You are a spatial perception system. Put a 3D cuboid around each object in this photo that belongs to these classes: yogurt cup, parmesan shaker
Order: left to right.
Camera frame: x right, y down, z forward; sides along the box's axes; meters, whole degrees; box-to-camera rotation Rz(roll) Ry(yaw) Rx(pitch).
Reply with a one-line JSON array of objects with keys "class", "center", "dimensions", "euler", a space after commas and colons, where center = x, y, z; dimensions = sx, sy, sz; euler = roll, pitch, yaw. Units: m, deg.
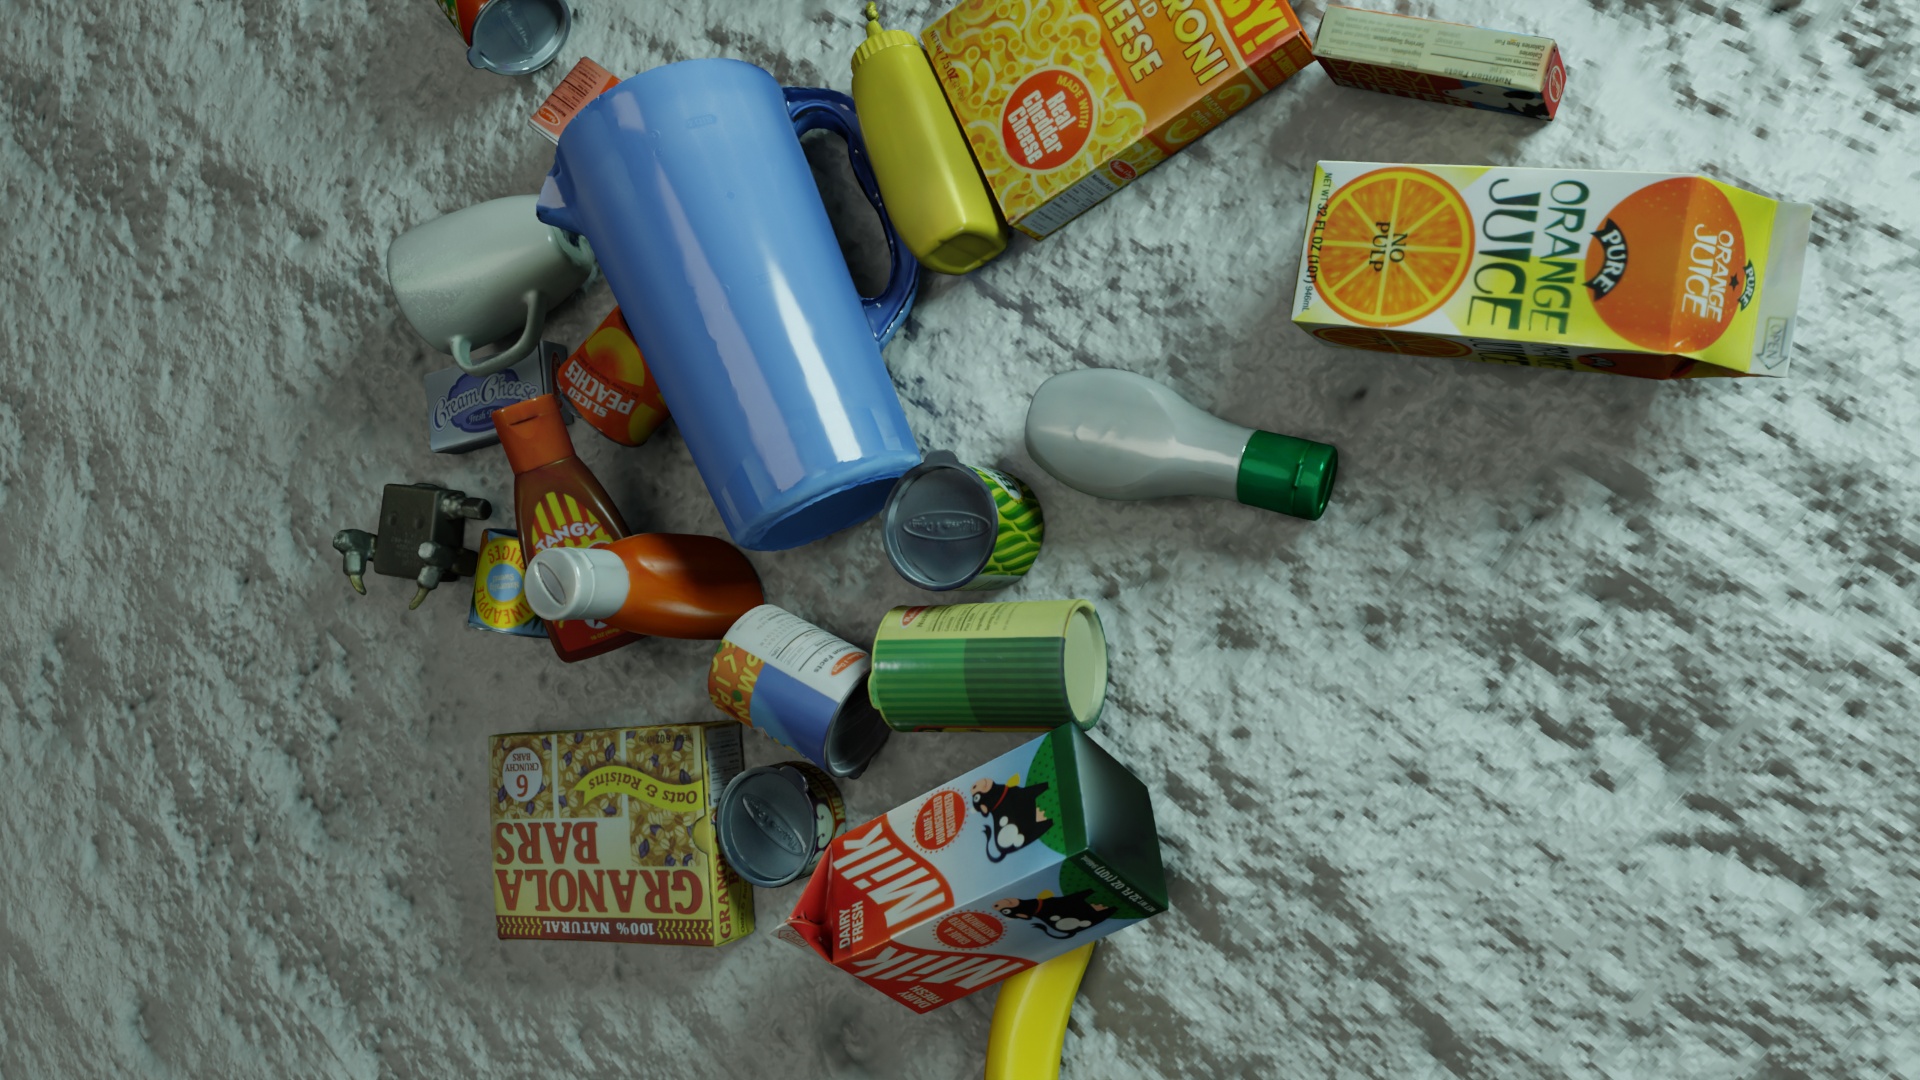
[{"class": "yogurt cup", "center": [-0.217, -0.253, 0.836], "dimensions": [0.072, 0.072, 0.054], "euler": [37, 96, 23]}, {"class": "parmesan shaker", "center": [0.015, 0.065, 0.698], "dimensions": [0.103, 0.071, 0.071], "euler": [-3, 86, 26]}]

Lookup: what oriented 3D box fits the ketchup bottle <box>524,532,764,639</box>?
[{"class": "ketchup bottle", "center": [-0.169, 0.024, 0.749], "dimensions": [0.043, 0.149, 0.065], "euler": [-44, 70, 17]}]

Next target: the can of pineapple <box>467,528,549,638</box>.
[{"class": "can of pineapple", "center": [-0.260, 0.026, 0.840], "dimensions": [0.071, 0.071, 0.058], "euler": [10, 92, 27]}]

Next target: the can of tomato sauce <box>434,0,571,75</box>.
[{"class": "can of tomato sauce", "center": [-0.298, -0.346, 0.878], "dimensions": [0.071, 0.071, 0.083], "euler": [-44, 69, 18]}]

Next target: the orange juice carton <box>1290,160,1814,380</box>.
[{"class": "orange juice carton", "center": [0.246, -0.113, 0.589], "dimensions": [0.193, 0.073, 0.071], "euler": [10, 92, 26]}]

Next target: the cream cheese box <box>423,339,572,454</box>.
[{"class": "cream cheese box", "center": [-0.297, -0.090, 0.889], "dimensions": [0.103, 0.024, 0.053], "euler": [-10, 83, 26]}]

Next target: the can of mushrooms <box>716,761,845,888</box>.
[{"class": "can of mushrooms", "center": [-0.098, 0.155, 0.772], "dimensions": [0.071, 0.033, 0.071], "euler": [-1, 87, 27]}]

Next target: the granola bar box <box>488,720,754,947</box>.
[{"class": "granola bar box", "center": [-0.204, 0.172, 0.821], "dimensions": [0.165, 0.039, 0.124], "euler": [-7, 85, 27]}]

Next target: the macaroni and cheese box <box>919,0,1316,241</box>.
[{"class": "macaroni and cheese box", "center": [0.076, -0.250, 0.700], "dimensions": [0.166, 0.040, 0.124], "euler": [-29, 75, 23]}]

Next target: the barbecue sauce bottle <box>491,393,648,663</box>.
[{"class": "barbecue sauce bottle", "center": [-0.224, -0.008, 0.793], "dimensions": [0.065, 0.044, 0.148], "euler": [-20, 98, -6]}]

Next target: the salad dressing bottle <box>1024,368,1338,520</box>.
[{"class": "salad dressing bottle", "center": [0.106, -0.044, 0.674], "dimensions": [0.148, 0.044, 0.064], "euler": [16, 93, 25]}]

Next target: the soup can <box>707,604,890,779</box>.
[{"class": "soup can", "center": [-0.084, 0.082, 0.751], "dimensions": [0.084, 0.071, 0.071], "euler": [24, 99, 26]}]

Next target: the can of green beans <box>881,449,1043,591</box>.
[{"class": "can of green beans", "center": [0.002, -0.007, 0.715], "dimensions": [0.071, 0.058, 0.071], "euler": [-1, 87, 27]}]

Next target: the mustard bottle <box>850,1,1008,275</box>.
[{"class": "mustard bottle", "center": [-0.025, -0.219, 0.738], "dimensions": [0.048, 0.065, 0.160], "euler": [-29, 70, 26]}]

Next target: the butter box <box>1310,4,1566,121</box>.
[{"class": "butter box", "center": [0.214, -0.214, 0.621], "dimensions": [0.103, 0.053, 0.024], "euler": [21, 100, 27]}]

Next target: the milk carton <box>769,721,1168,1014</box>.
[{"class": "milk carton", "center": [-0.001, 0.172, 0.685], "dimensions": [0.190, 0.072, 0.074], "euler": [-31, 39, 23]}]

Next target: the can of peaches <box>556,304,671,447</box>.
[{"class": "can of peaches", "center": [-0.192, -0.097, 0.811], "dimensions": [0.058, 0.071, 0.071], "euler": [-42, 71, 18]}]
